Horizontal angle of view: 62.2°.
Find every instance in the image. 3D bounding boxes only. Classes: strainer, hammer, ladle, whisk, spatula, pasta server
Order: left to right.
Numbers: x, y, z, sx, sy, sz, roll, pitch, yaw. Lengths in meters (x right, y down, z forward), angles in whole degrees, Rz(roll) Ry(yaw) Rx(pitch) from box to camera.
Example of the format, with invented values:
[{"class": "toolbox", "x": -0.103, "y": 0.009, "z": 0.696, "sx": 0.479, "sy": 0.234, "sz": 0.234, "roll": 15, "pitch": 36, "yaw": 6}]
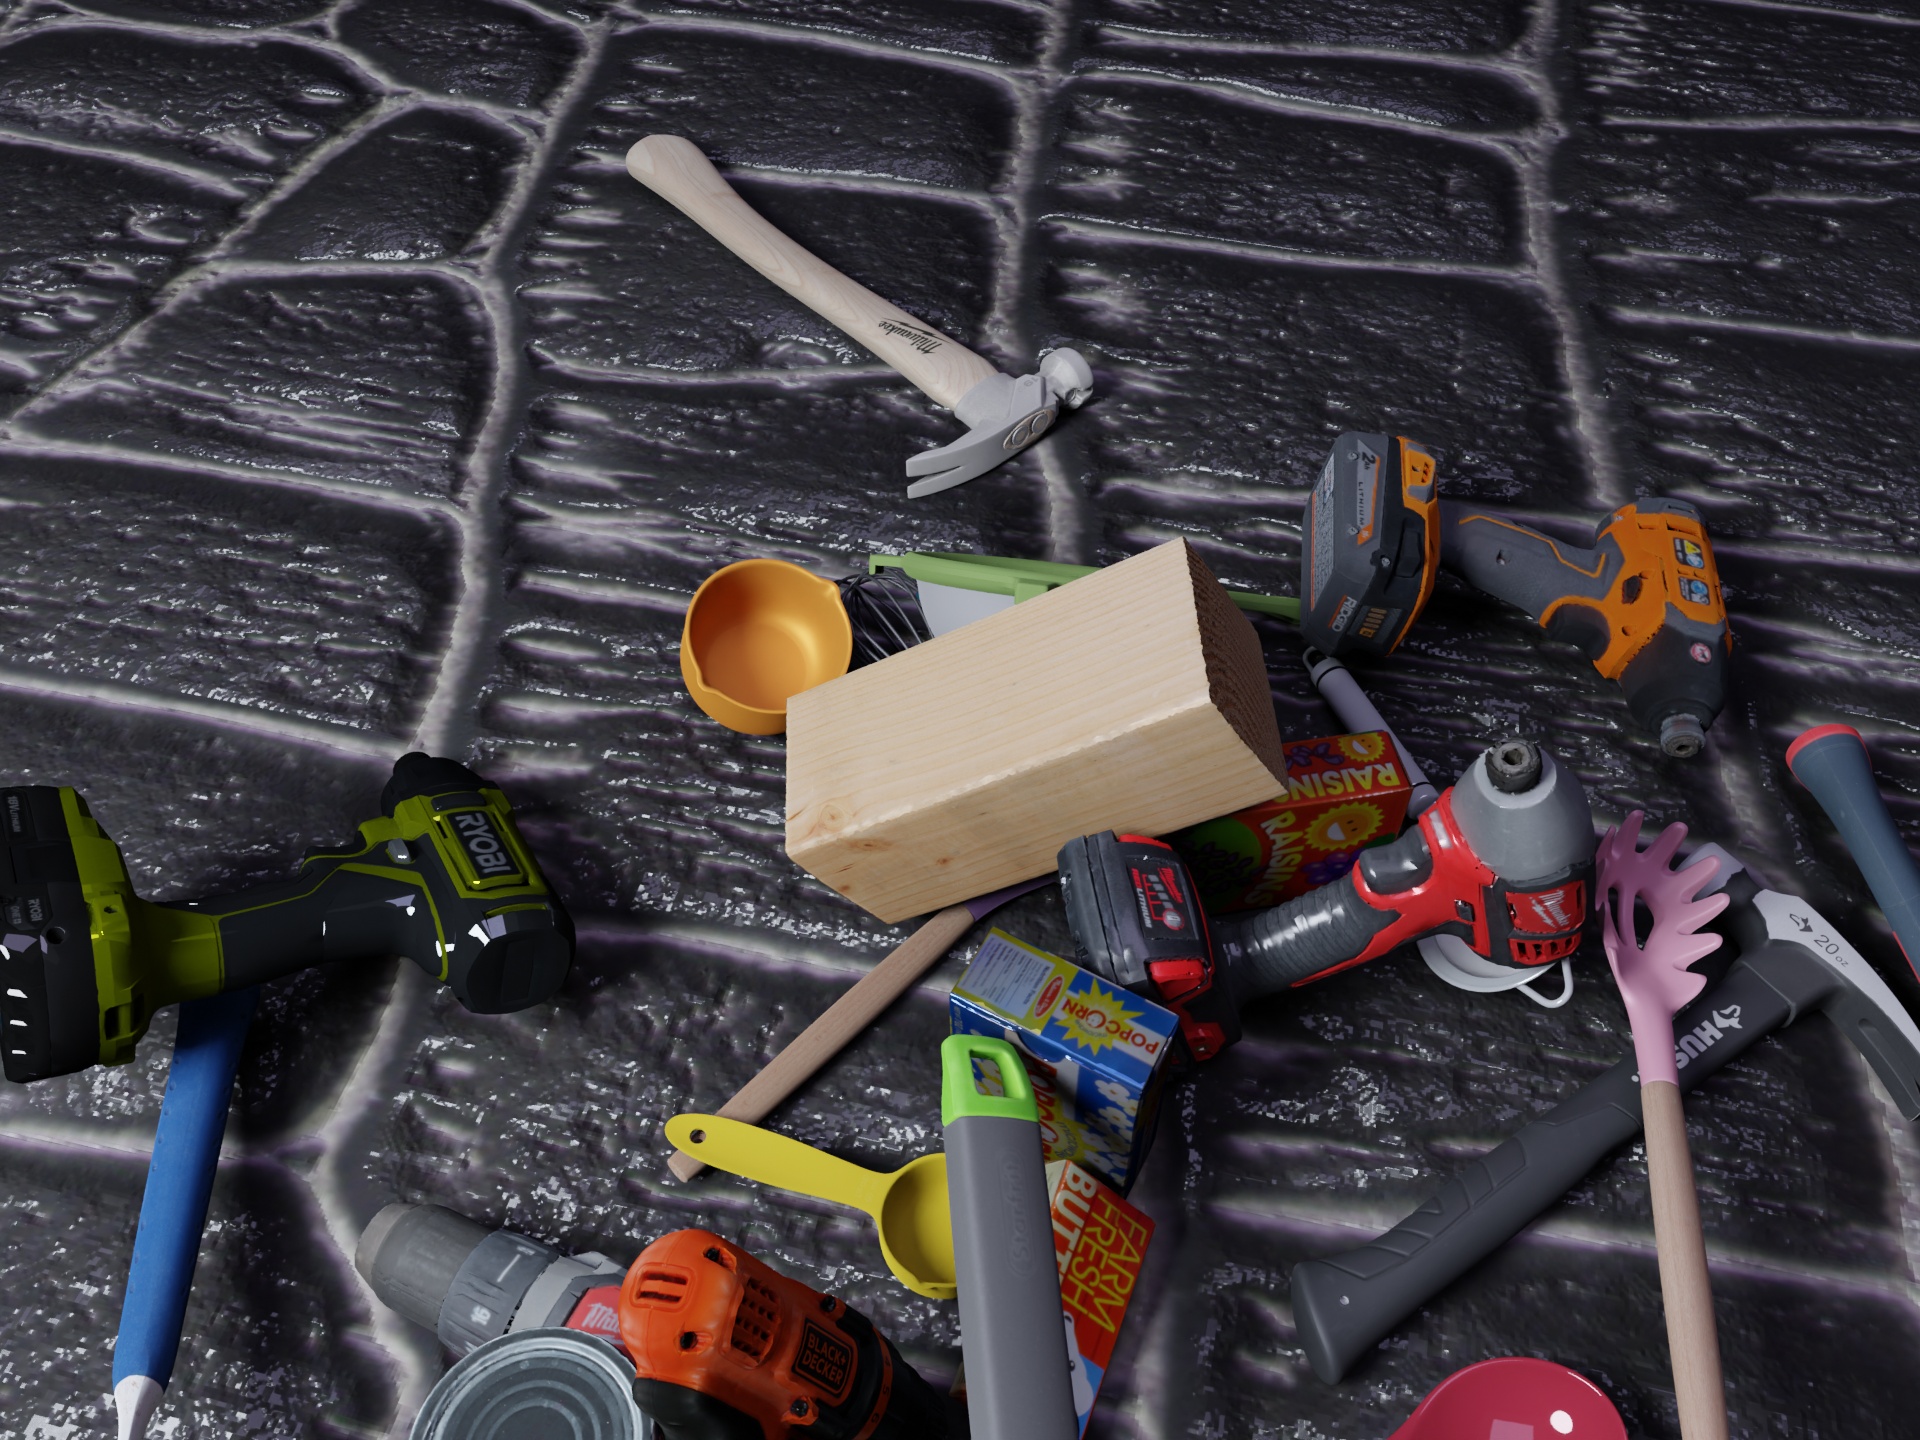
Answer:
[{"class": "hammer", "x": -0.299, "y": 0.251, "z": 0.577, "sx": 0.035, "sy": 0.144, "sz": 0.406, "roll": 6, "pitch": 39, "yaw": -19}, {"class": "hammer", "x": -0.104, "y": -0.292, "z": 1.075, "sx": 0.146, "sy": 0.038, "sz": 0.411, "roll": -36, "pitch": 59, "yaw": -24}, {"class": "spatula", "x": -0.018, "y": 0.107, "z": 0.765, "sx": 0.060, "sy": 0.018, "sz": 0.316, "roll": 32, "pitch": 56, "yaw": 28}, {"class": "whisk", "x": -0.001, "y": -0.002, "z": 0.829, "sx": 0.055, "sy": 0.055, "sz": 0.239, "roll": -24, "pitch": 54, "yaw": -19}, {"class": "strainer", "x": 0.085, "y": -0.043, "z": 0.838, "sx": 0.256, "sy": 0.069, "sz": 0.152, "roll": 3, "pitch": 9, "yaw": -34}, {"class": "ladle", "x": 0.099, "y": 0.303, "z": 0.603, "sx": 0.315, "sy": 0.031, "sz": 0.069, "roll": -10, "pitch": 45, "yaw": -6}, {"class": "strainer", "x": 0.239, "y": 0.047, "z": 0.803, "sx": 0.087, "sy": 0.050, "sz": 0.259, "roll": -40, "pitch": 47, "yaw": 16}, {"class": "hammer", "x": 0.279, "y": 0.183, "z": 0.697, "sx": 0.335, "sy": 0.035, "sz": 0.146, "roll": -28, "pitch": 56, "yaw": -21}, {"class": "pasta server", "x": 0.294, "y": 0.172, "z": 0.651, "sx": 0.060, "sy": 0.040, "sz": 0.316, "roll": 17, "pitch": 49, "yaw": -3}, {"class": "hammer", "x": 0.444, "y": 0.144, "z": 0.687, "sx": 0.038, "sy": 0.143, "sz": 0.387, "roll": -33, "pitch": 39, "yaw": 28}]

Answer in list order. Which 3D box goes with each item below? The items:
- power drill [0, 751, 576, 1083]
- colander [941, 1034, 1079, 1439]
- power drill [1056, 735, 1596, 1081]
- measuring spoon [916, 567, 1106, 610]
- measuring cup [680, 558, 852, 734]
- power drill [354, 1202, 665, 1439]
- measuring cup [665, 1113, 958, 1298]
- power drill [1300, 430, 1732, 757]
[{"class": "power drill", "x": -0.307, "y": 0.075, "z": 0.713, "sx": 0.223, "sy": 0.080, "sz": 0.171, "roll": -6, "pitch": 34, "yaw": -34}, {"class": "colander", "x": 0.010, "y": 0.304, "z": 0.524, "sx": 0.204, "sy": 0.094, "sz": 0.398, "roll": 13, "pitch": 52, "yaw": -27}, {"class": "power drill", "x": 0.161, "y": 0.076, "z": 0.684, "sx": 0.219, "sy": 0.143, "sz": 0.079, "roll": -17, "pitch": 53, "yaw": 9}, {"class": "measuring spoon", "x": 0.038, "y": -0.081, "z": 0.914, "sx": 0.128, "sy": 0.021, "sz": 0.042, "roll": -6, "pitch": 52, "yaw": -4}, {"class": "measuring cup", "x": -0.077, "y": -0.005, "z": 0.842, "sx": 0.095, "sy": 0.052, "sz": 0.173, "roll": -41, "pitch": 87, "yaw": -26}, {"class": "power drill", "x": -0.187, "y": 0.294, "z": 0.576, "sx": 0.188, "sy": 0.080, "sz": 0.227, "roll": 20, "pitch": 51, "yaw": 15}, {"class": "measuring cup", "x": -0.053, "y": 0.202, "z": 0.680, "sx": 0.156, "sy": 0.029, "sz": 0.062, "roll": 15, "pitch": 53, "yaw": 11}, {"class": "power drill", "x": 0.305, "y": -0.066, "z": 0.862, "sx": 0.226, "sy": 0.084, "sz": 0.164, "roll": 13, "pitch": 51, "yaw": -2}]
